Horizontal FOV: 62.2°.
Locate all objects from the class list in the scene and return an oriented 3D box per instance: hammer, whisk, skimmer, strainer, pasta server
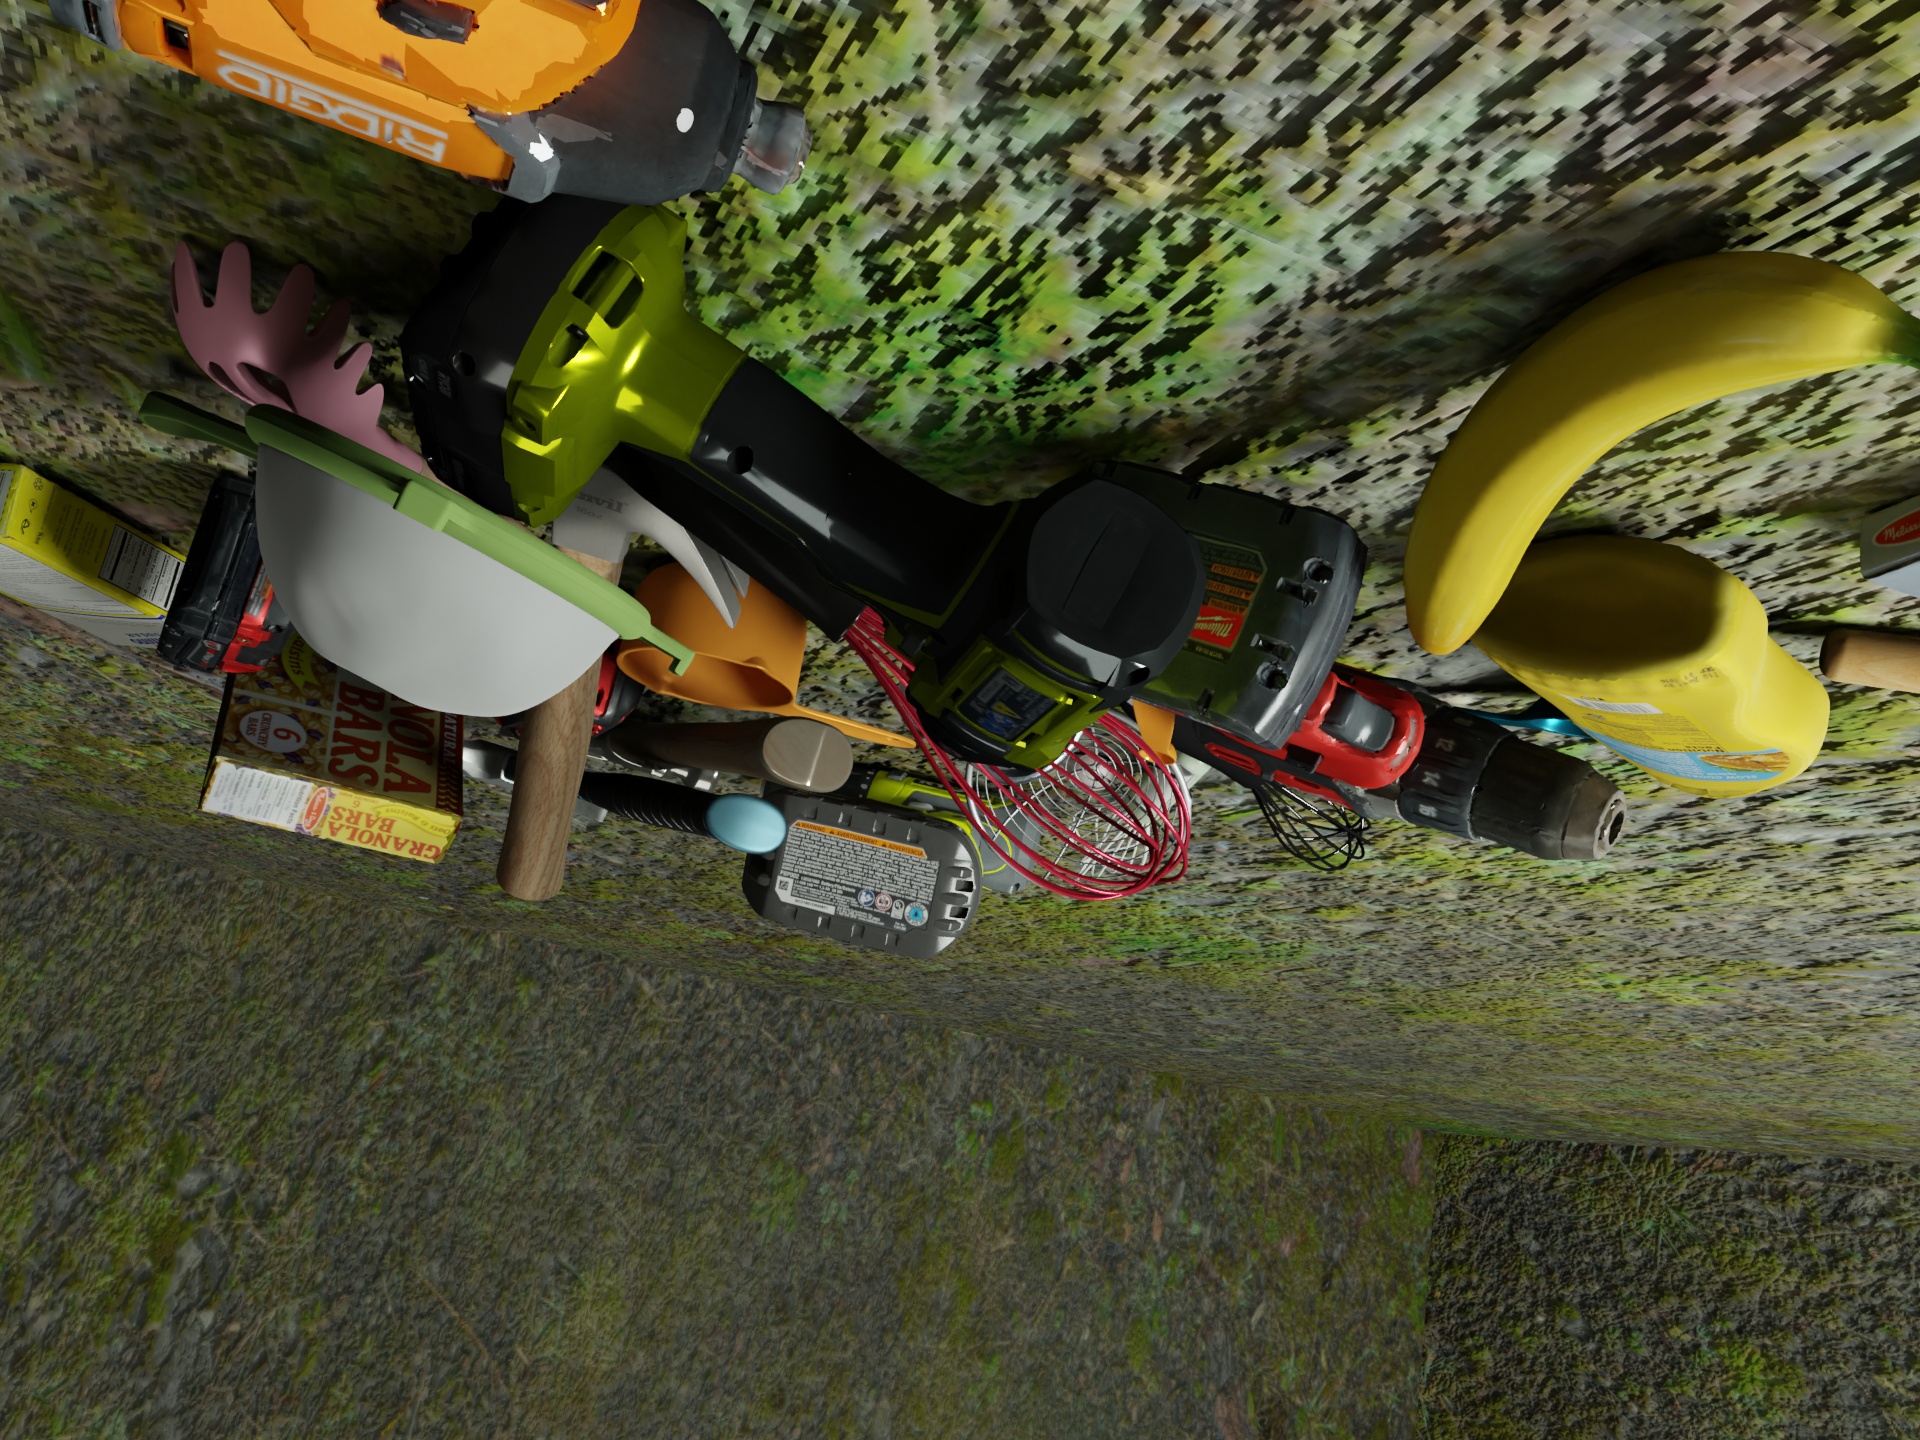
[{"bbox_3d":[-0.159,0.012,0.887,0.146,0.038,0.411,17,173,-21],"label":"hammer"},{"bbox_3d":[-0.027,-0.026,0.618,0.295,0.073,0.073,39,157,-9],"label":"whisk"},{"bbox_3d":[-0.001,-0.002,0.768,0.127,0.090,0.363,-14,153,27],"label":"skimmer"},{"bbox_3d":[0.111,0.055,0.986,0.058,0.059,0.246,37,160,4],"label":"whisk"},{"bbox_3d":[-0.232,-0.062,0.581,0.256,0.069,0.151,23,173,28],"label":"strainer"},{"bbox_3d":[-0.183,-0.008,0.741,0.130,0.031,0.331,17,140,-8],"label":"hammer"},{"bbox_3d":[-0.219,-0.104,0.678,0.060,0.040,0.316,5,167,15],"label":"pasta server"},{"bbox_3d":[0.450,-0.008,0.582,0.245,0.047,0.051,9,152,17],"label":"whisk"},{"bbox_3d":[0.157,0.028,0.864,0.055,0.055,0.238,-6,153,43],"label":"whisk"},{"bbox_3d":[-0.214,0.043,0.962,0.128,0.033,0.331,23,170,-39],"label":"hammer"}]

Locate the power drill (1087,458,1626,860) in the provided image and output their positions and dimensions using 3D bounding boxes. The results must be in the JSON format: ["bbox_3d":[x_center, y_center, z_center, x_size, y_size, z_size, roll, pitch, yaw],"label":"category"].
[{"bbox_3d":[0.145,-0.008,0.617,0.188,0.080,0.226,22,176,37],"label":"power drill"}]

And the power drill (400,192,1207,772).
[{"bbox_3d":[-0.051,-0.063,0.496,0.223,0.080,0.171,31,161,-5],"label":"power drill"}]

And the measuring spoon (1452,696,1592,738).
[{"bbox_3d":[0.244,-0.011,0.742,0.129,0.021,0.042,9,173,38],"label":"measuring spoon"}]

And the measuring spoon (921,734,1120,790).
[{"bbox_3d":[0.036,0.026,0.976,0.124,0.018,0.034,10,164,4],"label":"measuring spoon"}]

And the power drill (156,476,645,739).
[{"bbox_3d":[-0.283,-0.041,0.817,0.219,0.079,0.143,19,164,-25],"label":"power drill"}]

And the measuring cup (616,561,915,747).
[{"bbox_3d":[-0.087,-0.031,0.799,0.173,0.052,0.095,20,161,-37],"label":"measuring cup"}]

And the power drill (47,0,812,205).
[{"bbox_3d":[-0.080,-0.167,0.284,0.164,0.084,0.226,15,167,-21],"label":"power drill"}]

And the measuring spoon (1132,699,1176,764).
[{"bbox_3d":[0.094,-0.005,0.758,0.021,0.011,0.116,13,158,14],"label":"measuring spoon"}]

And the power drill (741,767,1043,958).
[{"bbox_3d":[-0.055,0.073,0.994,0.190,0.080,0.228,13,-173,8],"label":"power drill"}]
